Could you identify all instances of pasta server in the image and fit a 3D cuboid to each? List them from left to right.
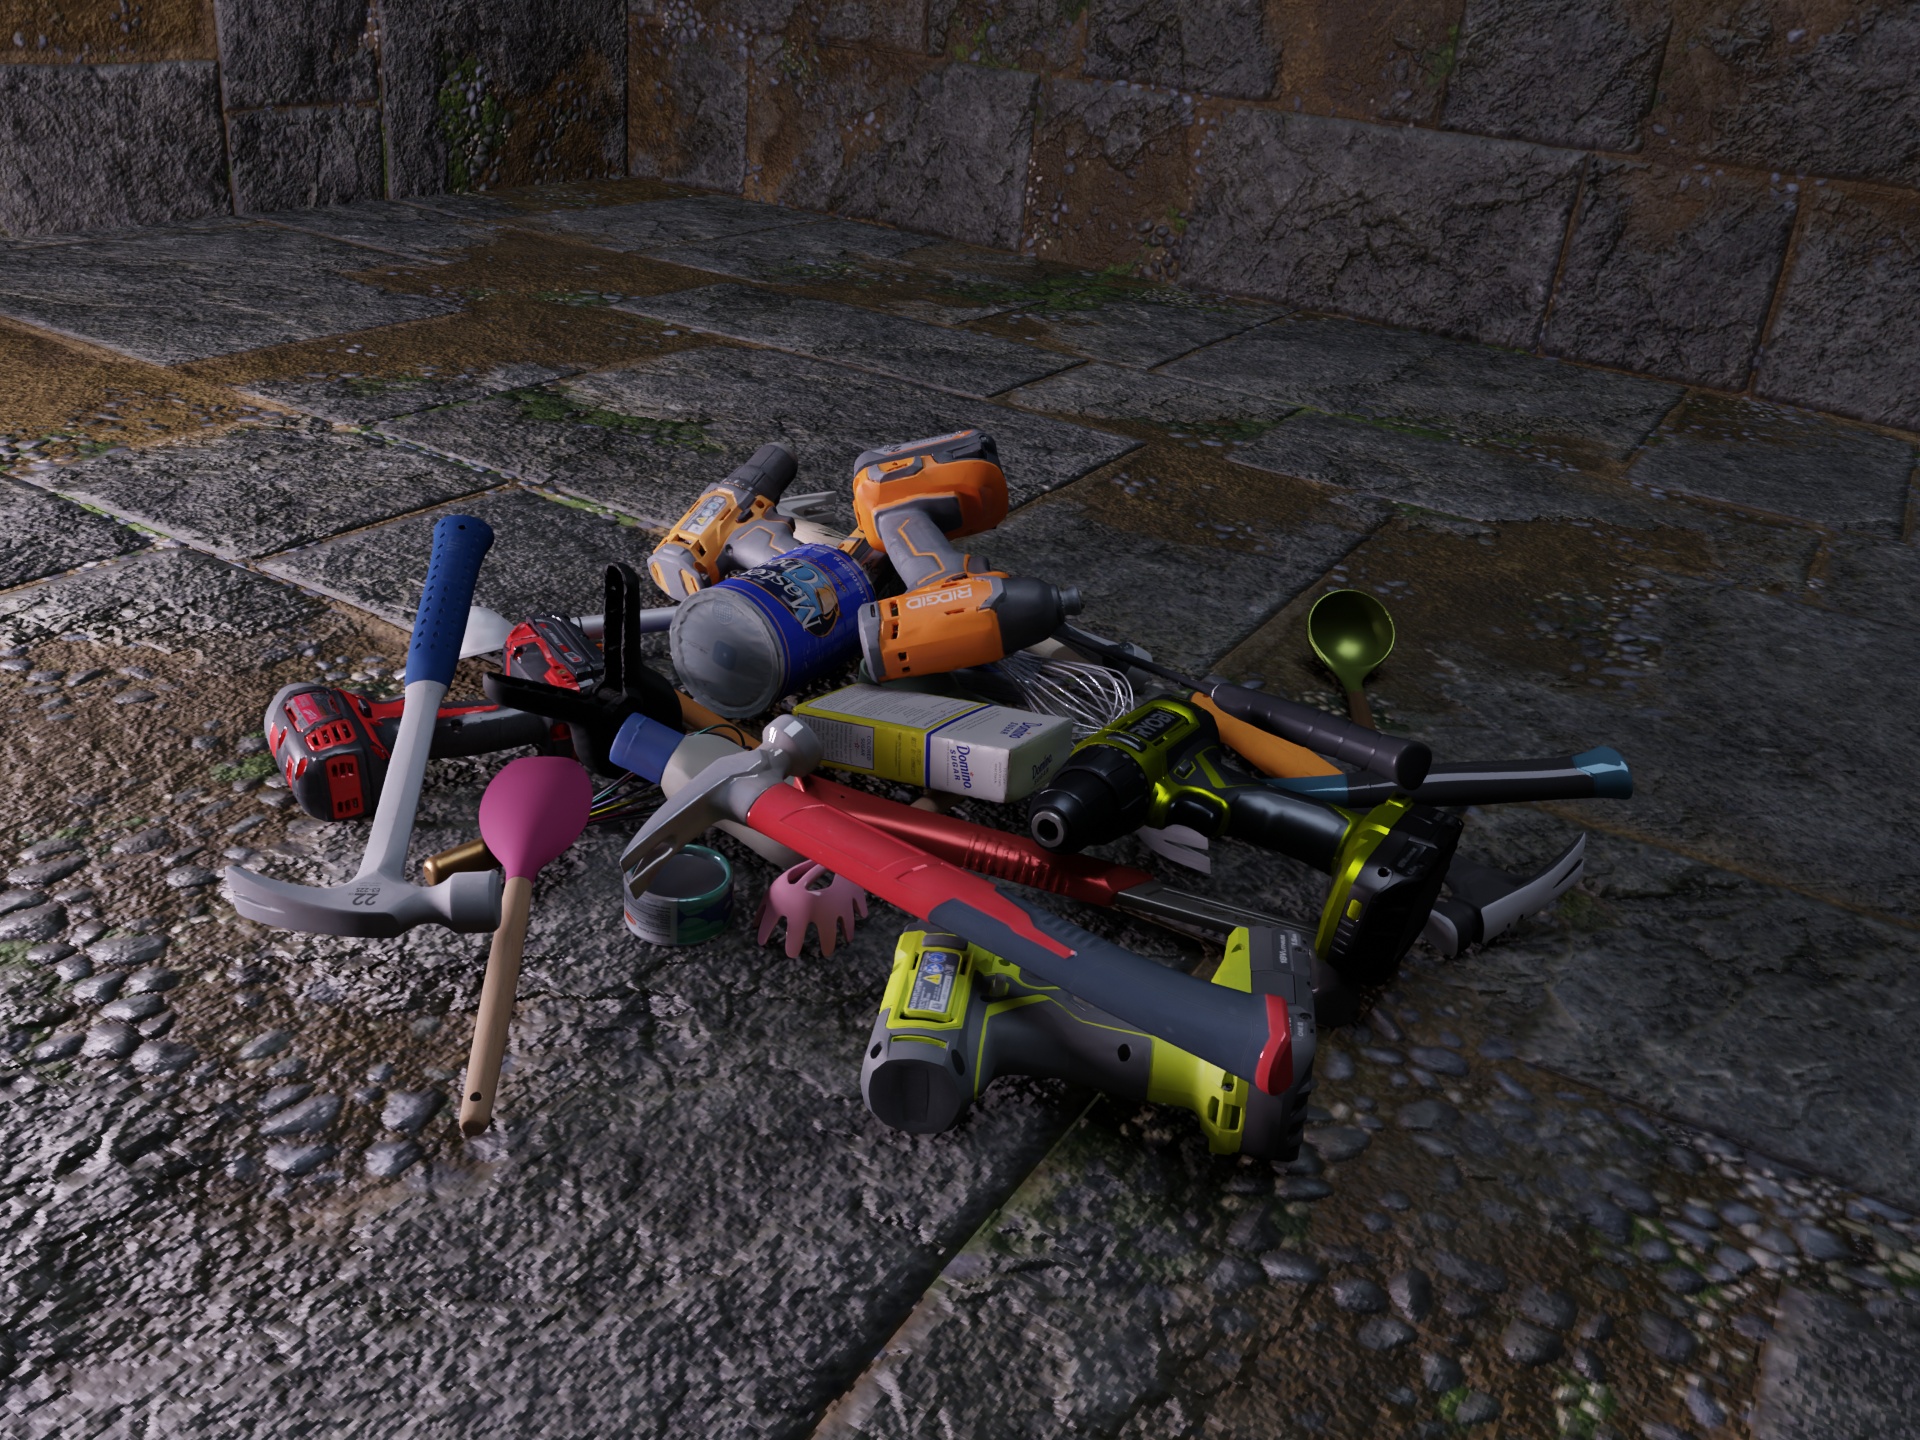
[{"bbox_3d":[-0.033,0.072,1.059,0.060,0.040,0.316,18,25,23],"label":"pasta server"}]

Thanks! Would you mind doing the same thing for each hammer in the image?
[{"bbox_3d":[-0.346,-0.013,1.008,0.144,0.035,0.406,-1,38,-8],"label":"hammer"},{"bbox_3d":[-0.037,-0.130,1.454,0.411,0.038,0.146,26,31,35],"label":"hammer"},{"bbox_3d":[-0.007,0.106,0.827,0.387,0.038,0.143,23,50,34],"label":"hammer"},{"bbox_3d":[0.070,0.090,0.983,0.359,0.036,0.149,15,27,2],"label":"hammer"},{"bbox_3d":[0.177,-0.022,1.117,0.149,0.036,0.409,25,1,-31],"label":"hammer"},{"bbox_3d":[0.277,0.050,1.135,0.127,0.034,0.337,-24,34,-21],"label":"hammer"},{"bbox_3d":[0.276,0.046,1.079,0.331,0.033,0.128,-4,32,12],"label":"hammer"}]

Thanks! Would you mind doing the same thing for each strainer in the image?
[{"bbox_3d":[-0.313,-0.073,1.252,0.258,0.050,0.087,-9,9,-22],"label":"strainer"}]

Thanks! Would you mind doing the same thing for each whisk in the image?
[{"bbox_3d":[-0.230,0.056,1.031,0.245,0.051,0.047,-22,43,-39],"label":"whisk"},{"bbox_3d":[0.046,-0.042,1.213,0.070,0.070,0.285,-9,25,-28],"label":"whisk"}]

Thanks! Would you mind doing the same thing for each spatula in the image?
[{"bbox_3d":[-0.205,-0.002,1.176,0.323,0.041,0.081,30,33,32],"label":"spatula"}]

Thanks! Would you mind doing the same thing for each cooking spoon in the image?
[{"bbox_3d":[-0.253,0.110,0.903,0.068,0.017,0.319,0,34,-7],"label":"cooking spoon"}]

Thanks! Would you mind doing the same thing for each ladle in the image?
[{"bbox_3d":[0.325,-0.016,1.277,0.078,0.062,0.320,13,29,0],"label":"ladle"}]

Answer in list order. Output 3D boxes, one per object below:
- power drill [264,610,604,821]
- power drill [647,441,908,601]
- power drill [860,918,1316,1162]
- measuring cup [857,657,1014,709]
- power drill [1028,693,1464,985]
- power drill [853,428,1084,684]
[{"bbox_3d":[-0.359,-0.005,1.094,0.219,0.078,0.143,-15,33,-30],"label":"power drill"},{"bbox_3d":[-0.135,-0.162,1.391,0.226,0.084,0.185,17,53,24],"label":"power drill"},{"bbox_3d":[0.071,0.156,0.854,0.223,0.080,0.171,6,27,7],"label":"power drill"},{"bbox_3d":[-0.002,-0.004,1.211,0.167,0.038,0.083,22,27,11],"label":"measuring cup"},{"bbox_3d":[0.166,0.067,0.954,0.229,0.080,0.190,24,27,23],"label":"power drill"},{"bbox_3d":[0.000,-0.127,1.214,0.164,0.084,0.227,-11,44,2],"label":"power drill"}]
